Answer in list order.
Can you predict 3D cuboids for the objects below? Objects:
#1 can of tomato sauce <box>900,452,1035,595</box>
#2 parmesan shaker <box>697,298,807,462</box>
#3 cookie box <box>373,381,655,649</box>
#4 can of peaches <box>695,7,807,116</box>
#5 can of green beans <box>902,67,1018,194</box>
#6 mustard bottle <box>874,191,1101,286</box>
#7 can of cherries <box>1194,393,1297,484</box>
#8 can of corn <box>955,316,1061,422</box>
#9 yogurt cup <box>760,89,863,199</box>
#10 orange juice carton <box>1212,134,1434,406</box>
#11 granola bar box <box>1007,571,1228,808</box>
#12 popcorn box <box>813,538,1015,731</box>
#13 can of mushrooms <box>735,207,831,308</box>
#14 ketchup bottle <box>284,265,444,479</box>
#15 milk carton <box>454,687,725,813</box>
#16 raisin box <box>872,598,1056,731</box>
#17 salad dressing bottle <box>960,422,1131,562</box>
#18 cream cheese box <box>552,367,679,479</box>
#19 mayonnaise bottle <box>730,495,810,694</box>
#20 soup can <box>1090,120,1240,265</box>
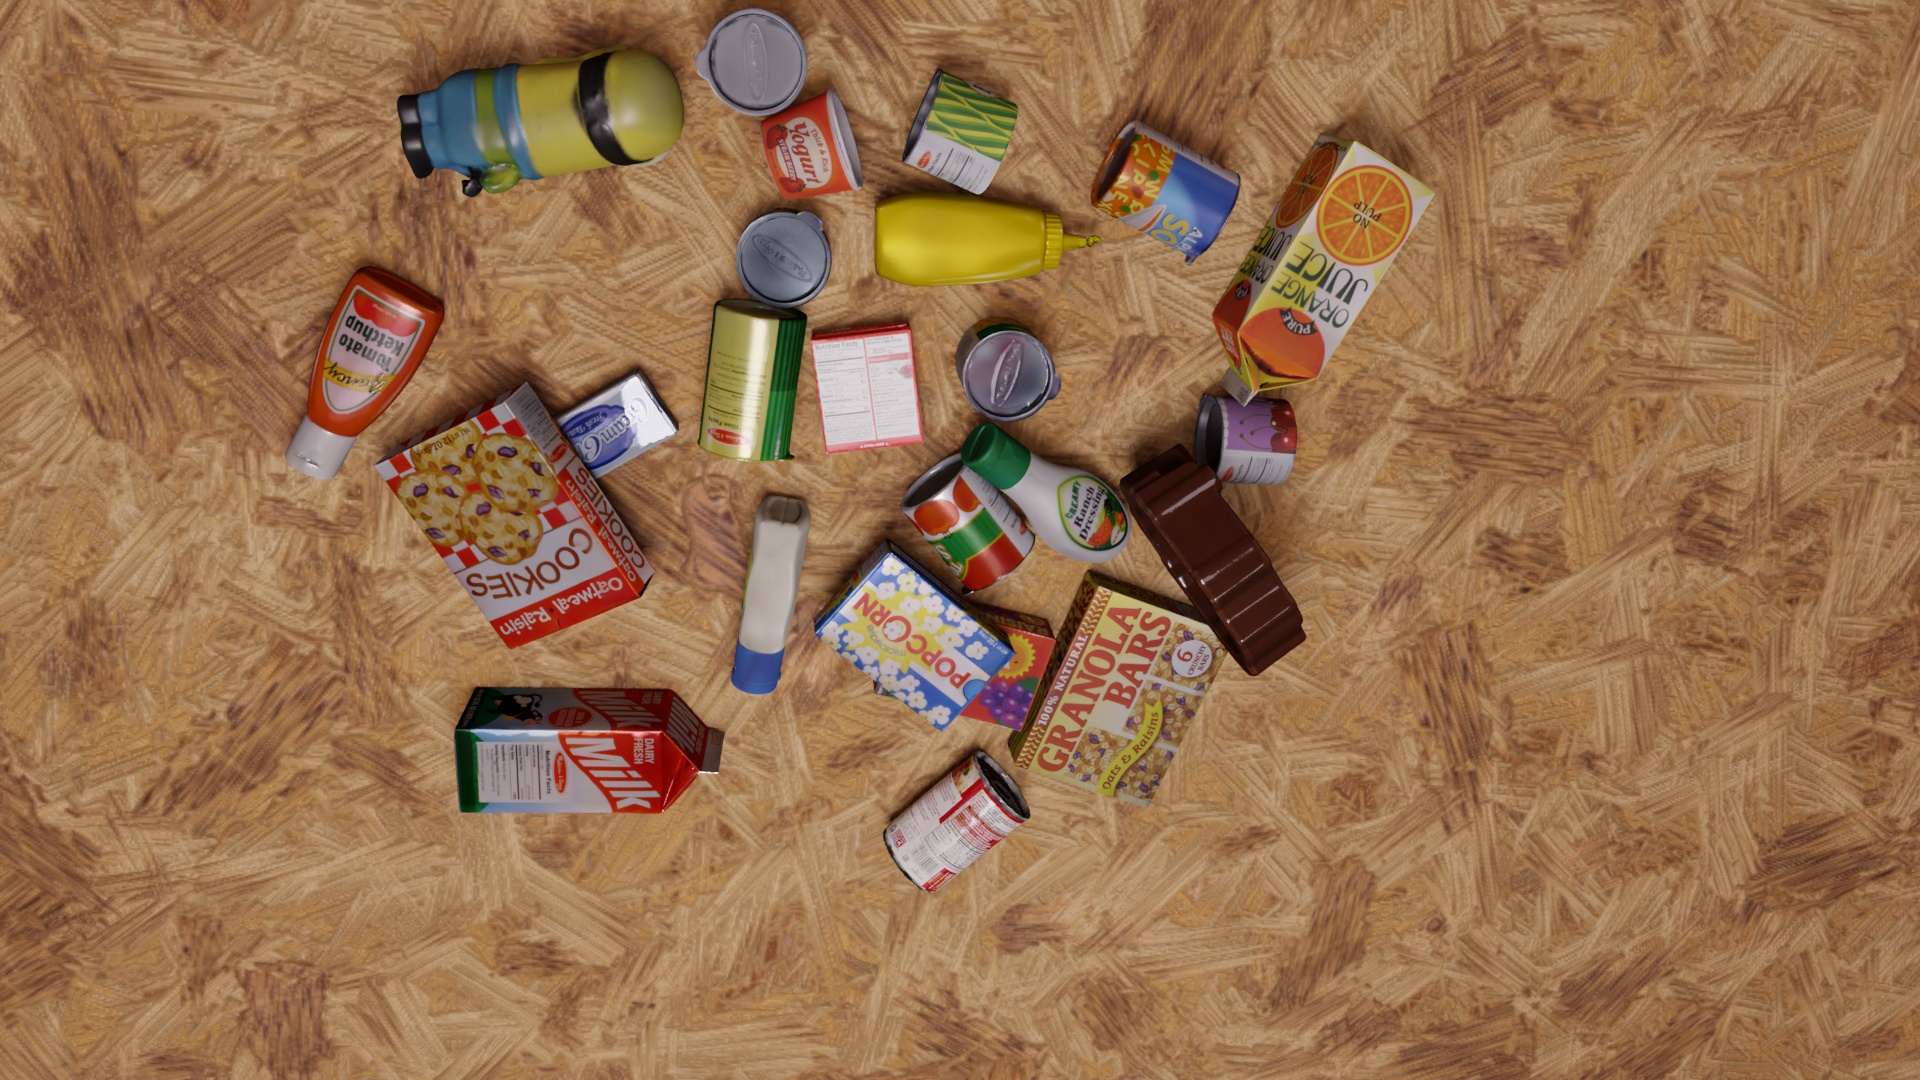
[{"bbox_3d":[0.004,-0.013,1.035,0.071,0.071,0.083,-37,109,7],"label":"can of tomato sauce"},{"bbox_3d":[-0.144,-0.113,0.981,0.071,0.071,0.102,8,108,-9],"label":"parmesan shaker"},{"bbox_3d":[-0.316,-0.013,0.993,0.123,0.040,0.167,-21,112,20],"label":"cookie box"},{"bbox_3d":[-0.136,-0.316,0.915,0.071,0.058,0.071,-2,111,-6],"label":"can of peaches"},{"bbox_3d":[0.000,-0.276,0.941,0.058,0.071,0.071,20,106,-14],"label":"can of green beans"},{"bbox_3d":[0.020,-0.210,0.976,0.160,0.049,0.065,0,110,-8],"label":"mustard bottle"},{"bbox_3d":[0.212,-0.077,1.039,0.058,0.072,0.071,2,110,-8],"label":"can of cherries"},{"bbox_3d":[0.034,-0.124,1.003,0.071,0.058,0.071,-2,110,-6],"label":"can of corn"},{"bbox_3d":[-0.101,-0.263,0.936,0.054,0.073,0.072,-14,111,7],"label":"yogurt cup"},{"bbox_3d":[0.246,-0.187,0.999,0.073,0.072,0.192,27,104,-14],"label":"orange juice carton"},{"bbox_3d":[0.127,0.120,1.112,0.124,0.039,0.165,20,106,-14],"label":"granola bar box"},{"bbox_3d":[-0.035,0.070,1.034,0.126,0.038,0.085,40,99,-16],"label":"popcorn box"},{"bbox_3d":[-0.122,-0.200,0.971,0.071,0.033,0.070,-2,110,-5],"label":"can of mushrooms"},{"bbox_3d":[-0.418,-0.112,0.962,0.064,0.044,0.148,30,104,-16],"label":"ketchup bottle"},{"bbox_3d":[-0.279,0.160,1.061,0.191,0.072,0.073,2,110,-6],"label":"milk carton"},{"bbox_3d":[0.002,0.092,1.088,0.123,0.040,0.086,16,106,-11],"label":"raisin box"},{"bbox_3d":[0.063,-0.035,1.025,0.147,0.044,0.064,33,71,-33],"label":"salad dressing bottle"},{"bbox_3d":[-0.262,-0.077,1.003,0.104,0.024,0.053,-29,112,4],"label":"cream cheese box"},{"bbox_3d":[-0.144,0.044,1.042,0.041,0.065,0.147,11,112,-7],"label":"mayonnaise bottle"},{"bbox_3d":[0.141,-0.242,0.969,0.084,0.071,0.071,23,106,-14],"label":"soup can"}]
